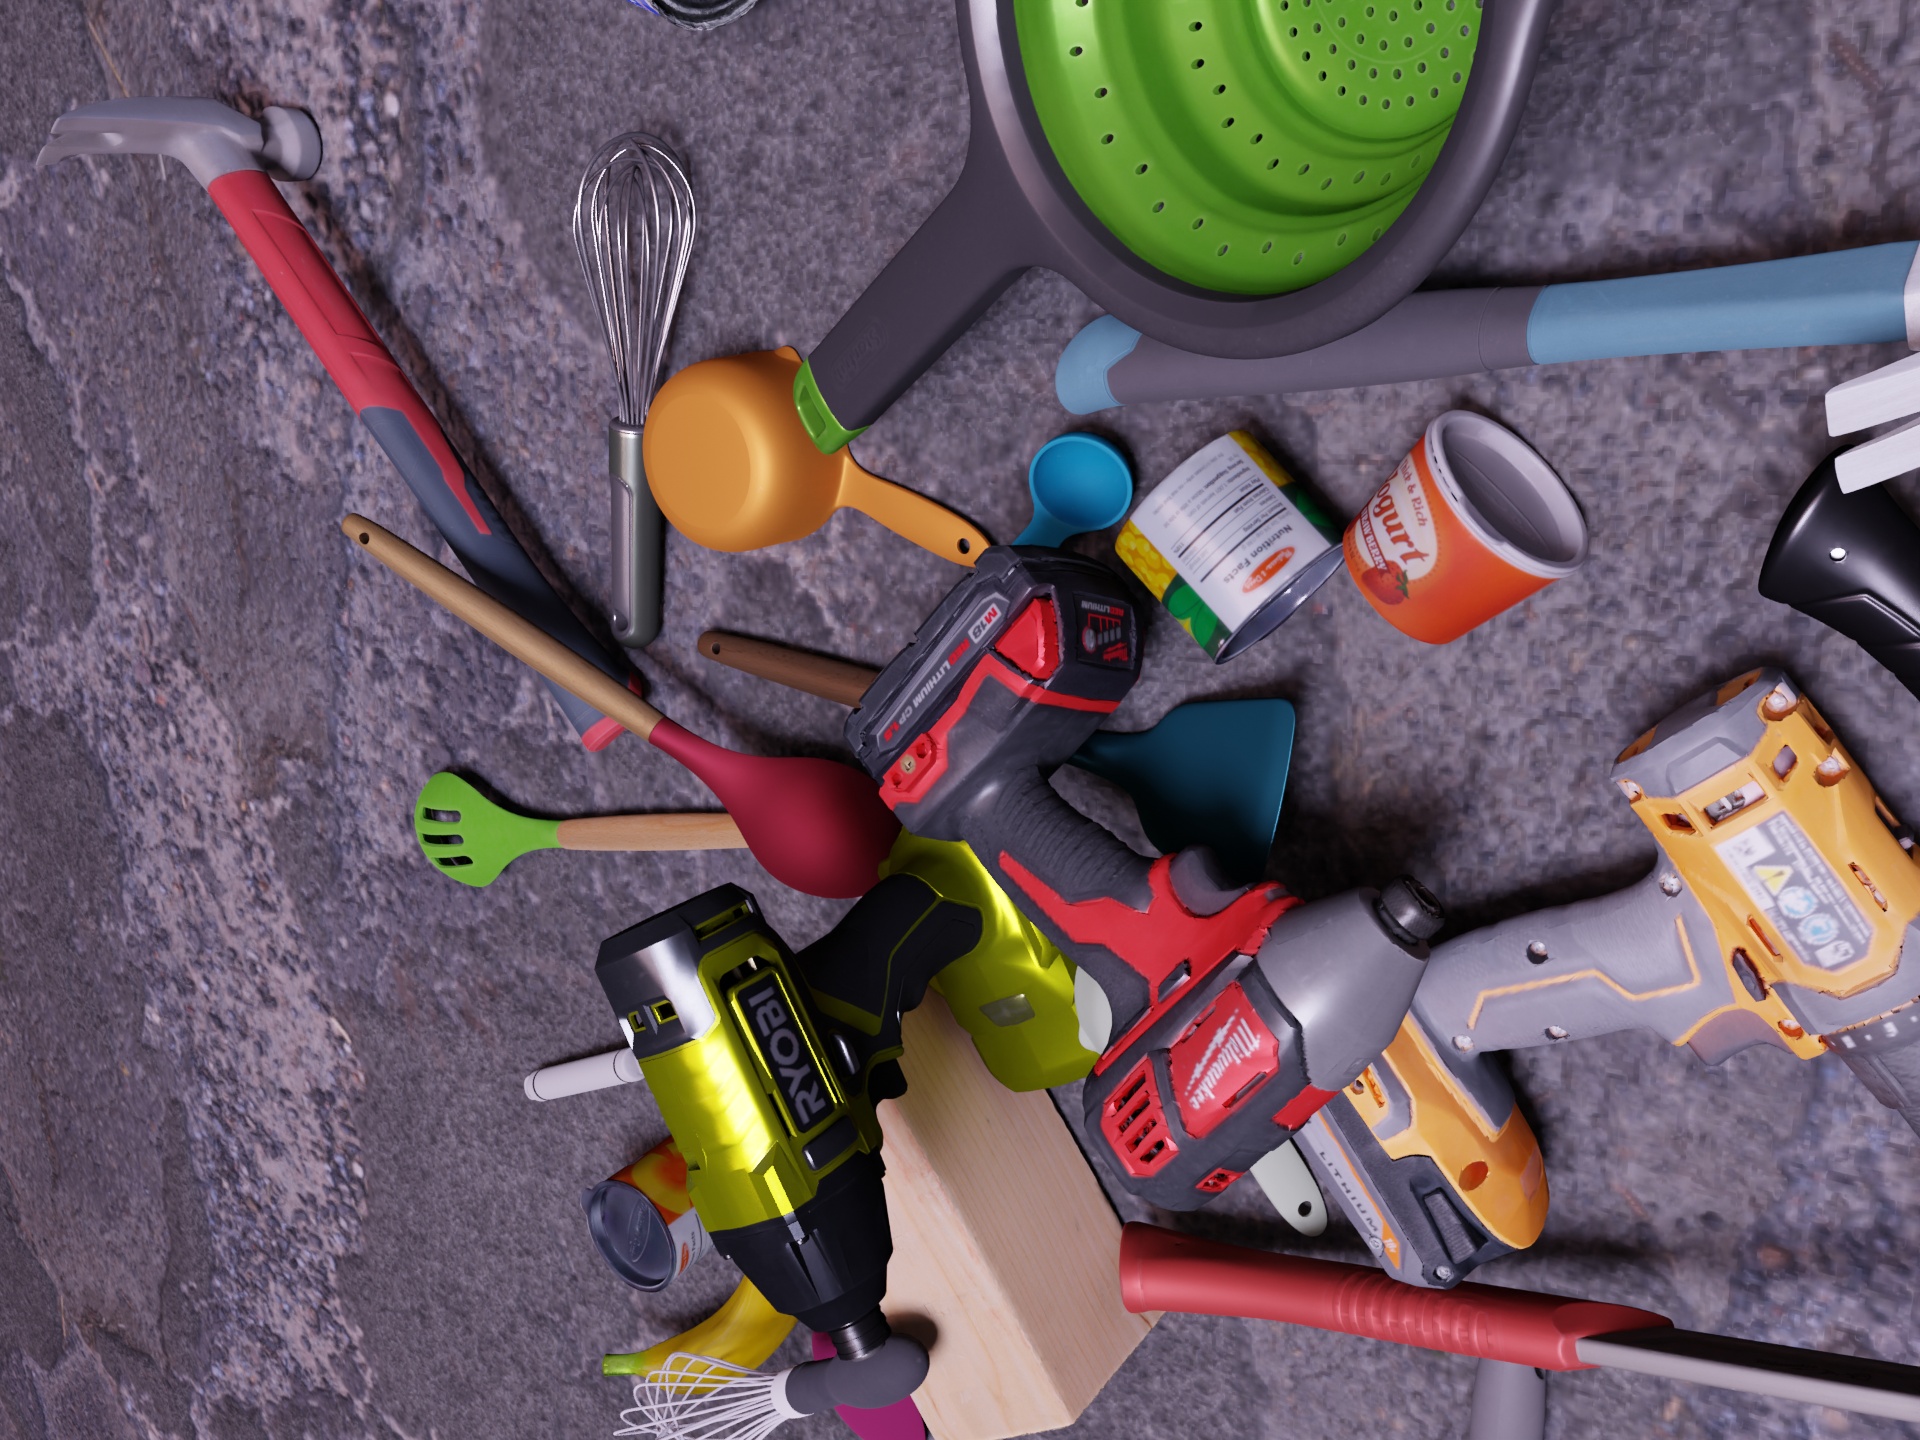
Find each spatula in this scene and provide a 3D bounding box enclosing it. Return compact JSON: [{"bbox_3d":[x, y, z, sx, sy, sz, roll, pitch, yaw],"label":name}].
[{"bbox_3d":[-0.001,-0.002,0.685,0.318,0.044,0.082,16,98,32],"label":"spatula"}]

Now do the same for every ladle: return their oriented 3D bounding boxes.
[{"bbox_3d":[-0.163,-0.011,0.752,0.315,0.031,0.069,33,108,5],"label":"ladle"}]

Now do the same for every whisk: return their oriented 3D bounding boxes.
[{"bbox_3d":[-0.152,-0.146,0.743,0.058,0.059,0.246,29,125,38],"label":"whisk"},{"bbox_3d":[-0.094,0.328,0.767,0.070,0.070,0.284,57,138,6],"label":"whisk"},{"bbox_3d":[0.215,0.349,0.647,0.055,0.055,0.239,9,105,32],"label":"whisk"}]

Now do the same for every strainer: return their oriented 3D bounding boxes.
[{"bbox_3d":[-0.174,0.185,0.869,0.258,0.050,0.087,-22,86,43],"label":"strainer"}]

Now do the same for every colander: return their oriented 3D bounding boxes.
[{"bbox_3d":[0.058,-0.192,0.523,0.397,0.094,0.204,-30,86,56],"label":"colander"}]

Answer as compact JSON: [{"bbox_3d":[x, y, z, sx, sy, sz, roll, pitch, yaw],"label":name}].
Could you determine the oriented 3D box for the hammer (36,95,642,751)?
[{"bbox_3d":[-0.290,-0.146,0.792,0.038,0.143,0.386,-36,87,35],"label":"hammer"}]

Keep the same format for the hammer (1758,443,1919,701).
[{"bbox_3d":[0.353,0.054,0.441,0.335,0.035,0.146,48,125,4],"label":"hammer"}]

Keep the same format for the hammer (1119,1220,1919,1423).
[{"bbox_3d":[0.207,0.217,0.578,0.359,0.149,0.037,-10,86,46],"label":"hammer"}]

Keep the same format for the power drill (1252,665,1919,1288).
[{"bbox_3d":[0.232,0.114,0.541,0.226,0.084,0.185,-39,82,32],"label":"power drill"}]

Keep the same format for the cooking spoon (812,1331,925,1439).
[{"bbox_3d":[-0.080,0.270,0.785,0.069,0.017,0.318,6,128,34],"label":"cooking spoon"}]

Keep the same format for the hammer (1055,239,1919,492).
[{"bbox_3d":[0.171,-0.124,0.502,0.331,0.128,0.033,5,142,41],"label":"hammer"}]

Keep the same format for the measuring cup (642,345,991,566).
[{"bbox_3d":[-0.067,-0.101,0.692,0.174,0.052,0.095,29,119,27],"label":"measuring cup"}]

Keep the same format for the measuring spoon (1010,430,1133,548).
[{"bbox_3d":[0.031,-0.073,0.660,0.042,0.021,0.128,33,133,-4],"label":"measuring spoon"}]

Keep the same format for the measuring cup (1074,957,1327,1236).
[{"bbox_3d":[0.111,0.148,0.643,0.167,0.083,0.038,58,172,-9],"label":"measuring cup"}]

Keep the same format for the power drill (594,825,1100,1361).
[{"bbox_3d":[-0.023,0.124,0.628,0.080,0.223,0.171,-25,90,38],"label":"power drill"}]

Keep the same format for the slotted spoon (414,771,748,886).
[{"bbox_3d":[-0.194,0.058,0.850,0.314,0.031,0.070,-3,105,34],"label":"slotted spoon"}]

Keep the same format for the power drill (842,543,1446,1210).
[{"bbox_3d":[0.063,0.046,0.568,0.143,0.078,0.220,-48,60,24],"label":"power drill"}]

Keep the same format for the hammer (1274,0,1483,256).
[{"bbox_3d":[0.031,-0.352,0.555,0.406,0.035,0.144,49,126,12],"label":"hammer"}]
